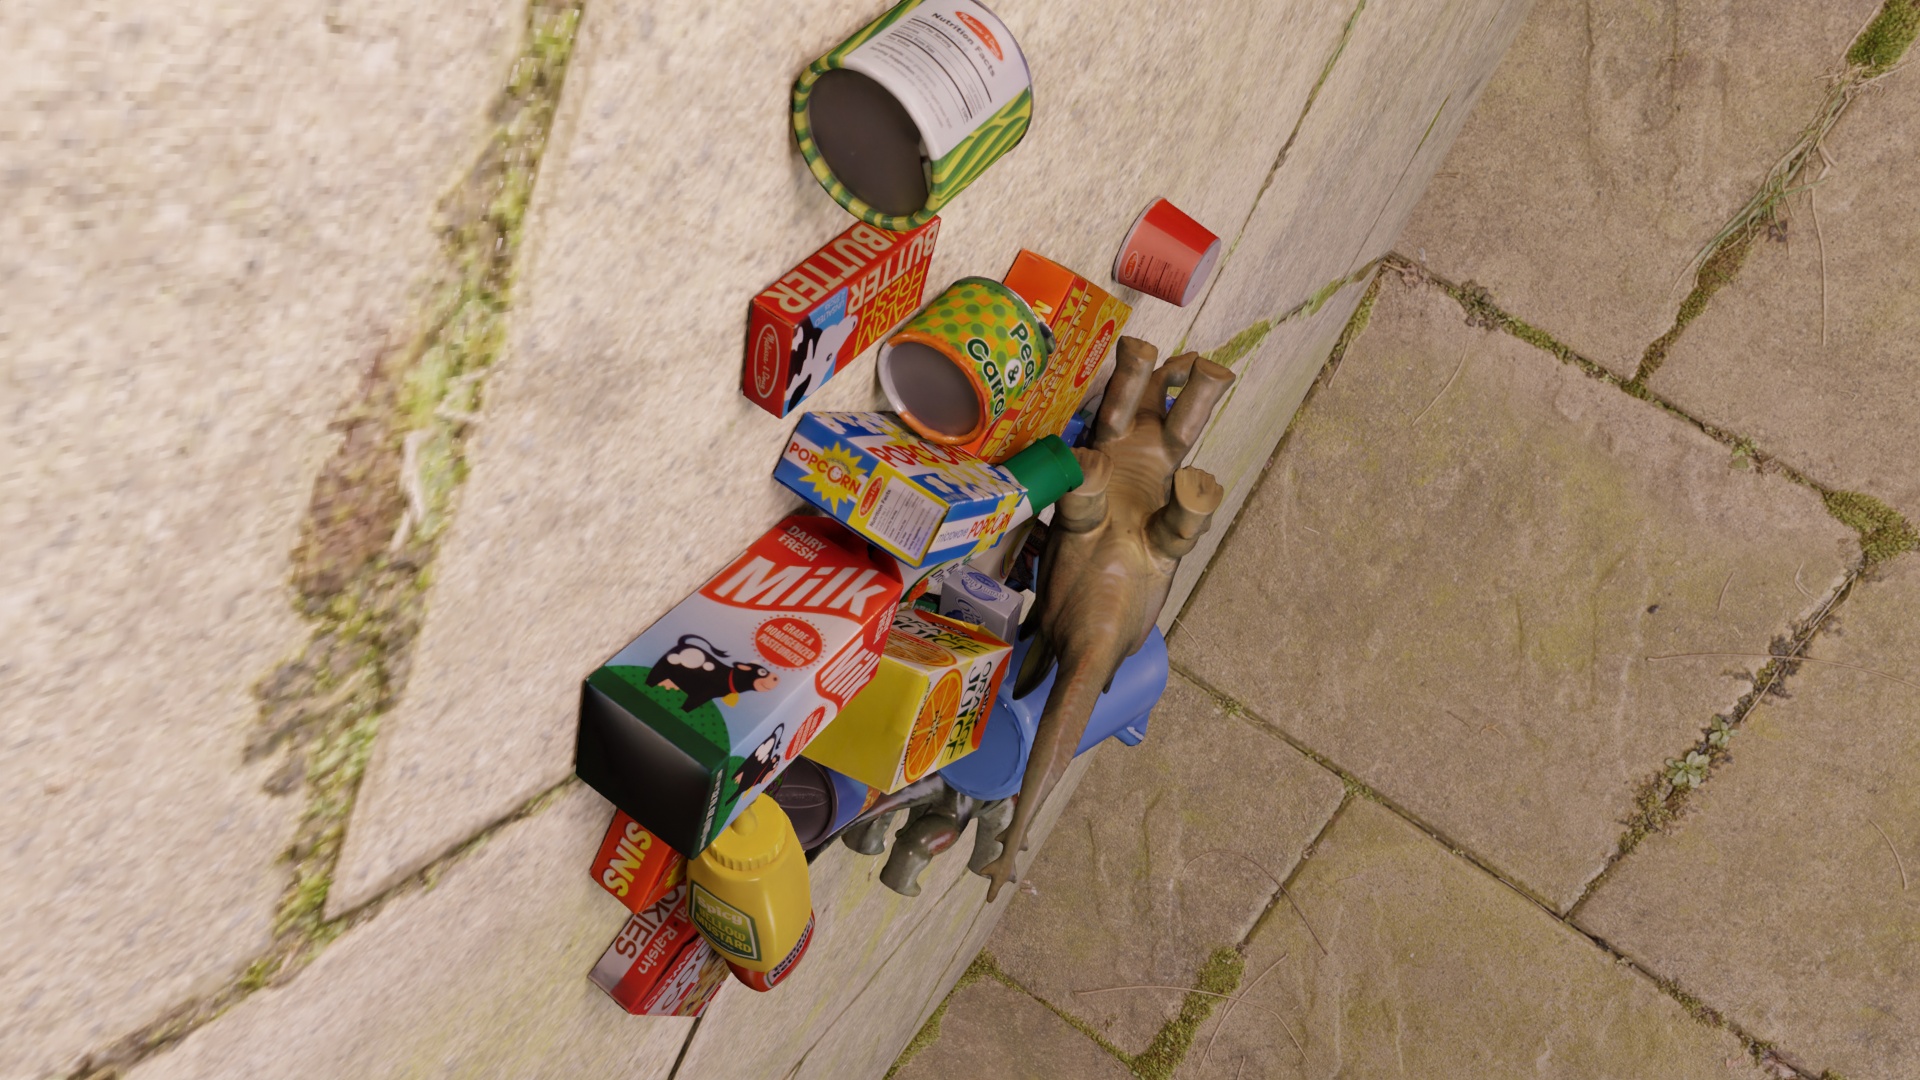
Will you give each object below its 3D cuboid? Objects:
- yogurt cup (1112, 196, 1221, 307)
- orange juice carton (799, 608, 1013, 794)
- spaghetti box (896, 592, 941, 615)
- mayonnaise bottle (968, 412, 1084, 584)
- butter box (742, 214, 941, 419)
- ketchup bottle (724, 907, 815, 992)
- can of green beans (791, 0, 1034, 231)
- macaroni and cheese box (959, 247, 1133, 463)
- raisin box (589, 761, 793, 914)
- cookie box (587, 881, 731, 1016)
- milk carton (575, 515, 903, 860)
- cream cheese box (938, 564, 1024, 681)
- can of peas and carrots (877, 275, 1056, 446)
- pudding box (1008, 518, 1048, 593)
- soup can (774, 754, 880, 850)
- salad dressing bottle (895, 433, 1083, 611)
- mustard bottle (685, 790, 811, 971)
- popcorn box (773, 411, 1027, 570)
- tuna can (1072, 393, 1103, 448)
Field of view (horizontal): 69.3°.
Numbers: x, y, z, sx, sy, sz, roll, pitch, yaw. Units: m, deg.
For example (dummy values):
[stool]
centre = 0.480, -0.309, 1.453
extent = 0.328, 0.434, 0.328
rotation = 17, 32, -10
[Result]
[yogurt cup]
centre = 0.148, -0.201, 0.981
extent = 0.072, 0.054, 0.072
rotation = -52, 165, -21
[orange juice carton]
centre = -0.027, 0.089, 0.834
extent = 0.193, 0.073, 0.071
rotation = -4, 114, -70
[spaghetti box]
centre = -0.036, 0.059, 0.974
extent = 0.050, 0.029, 0.250
rotation = -59, 166, 1
[mayonnaise bottle]
centre = 0.041, -0.031, 1.014
extent = 0.147, 0.041, 0.065
rotation = -62, 166, 17
[butter box]
centre = -0.049, -0.100, 0.582
extent = 0.104, 0.024, 0.052
rotation = -46, 163, -38
[ketchup bottle]
centre = -0.122, 0.237, 0.862
extent = 0.065, 0.043, 0.148
rotation = -53, 166, -24
[can of green beans]
centre = -0.017, -0.152, 0.491
extent = 0.058, 0.071, 0.071
rotation = -48, 163, -32
[macaroni and cheese box]
centre = 0.047, -0.108, 0.864
extent = 0.123, 0.040, 0.167
rotation = -61, 166, 11
[raisin box]
centre = -0.141, 0.141, 0.769
extent = 0.085, 0.040, 0.124
rotation = -62, 165, 20
[cookie box]
centre = -0.168, 0.250, 0.915
extent = 0.123, 0.040, 0.167
rotation = -54, 166, -14
[milk carton]
centre = -0.092, 0.055, 0.674
extent = 0.191, 0.073, 0.072
rotation = -44, 160, -45
[cream cheese box]
centre = 0.011, 0.061, 0.964
extent = 0.024, 0.053, 0.103
rotation = -51, 162, -33
[can of peas and carrots]
centre = 0.003, -0.088, 0.692
extent = 0.059, 0.071, 0.070
rotation = -47, 163, -35
[pudding box]
centre = 0.049, 0.006, 1.105
extent = 0.030, 0.050, 0.083
rotation = -52, 165, -16
[soup can]
centre = -0.095, 0.158, 0.913
extent = 0.071, 0.071, 0.084
rotation = -61, 167, 13
[salad dressing bottle]
centre = 0.003, -0.010, 0.817
extent = 0.148, 0.044, 0.064
rotation = -33, 173, -9
[mustard bottle]
centre = -0.112, 0.170, 0.721
extent = 0.049, 0.065, 0.159
rotation = -53, 161, -36
[popcorn box]
centre = -0.026, -0.028, 0.693
extent = 0.038, 0.085, 0.127
rotation = -62, 165, 14
[tuna can]
centre = 0.113, -0.085, 1.160
extent = 0.071, 0.033, 0.070
rotation = -52, 165, -20
